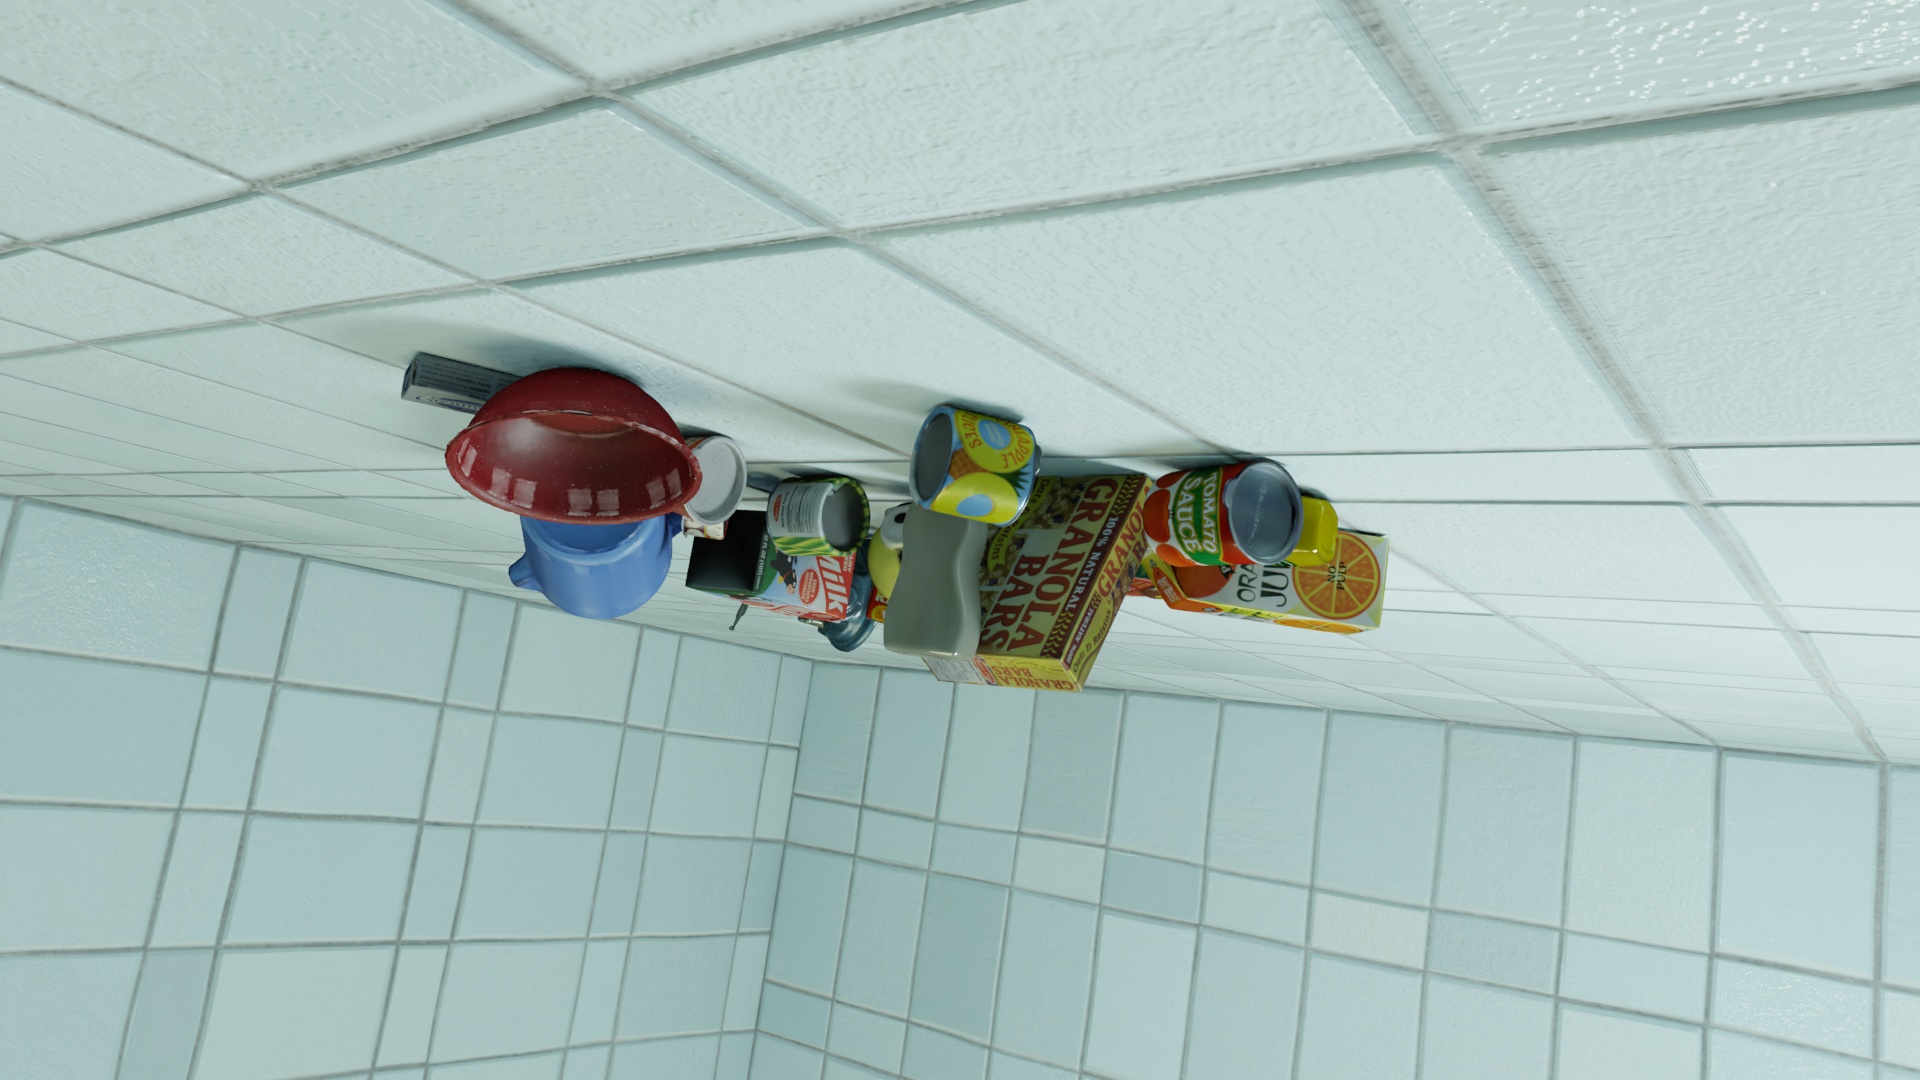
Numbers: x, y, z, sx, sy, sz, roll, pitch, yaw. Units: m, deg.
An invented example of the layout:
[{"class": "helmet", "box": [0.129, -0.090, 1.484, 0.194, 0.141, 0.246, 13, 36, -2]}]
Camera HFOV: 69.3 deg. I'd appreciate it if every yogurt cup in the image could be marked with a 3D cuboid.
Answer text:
[{"class": "yogurt cup", "box": [-0.203, -0.049, 1.048, 0.054, 0.072, 0.072, 12, 174, 32]}]

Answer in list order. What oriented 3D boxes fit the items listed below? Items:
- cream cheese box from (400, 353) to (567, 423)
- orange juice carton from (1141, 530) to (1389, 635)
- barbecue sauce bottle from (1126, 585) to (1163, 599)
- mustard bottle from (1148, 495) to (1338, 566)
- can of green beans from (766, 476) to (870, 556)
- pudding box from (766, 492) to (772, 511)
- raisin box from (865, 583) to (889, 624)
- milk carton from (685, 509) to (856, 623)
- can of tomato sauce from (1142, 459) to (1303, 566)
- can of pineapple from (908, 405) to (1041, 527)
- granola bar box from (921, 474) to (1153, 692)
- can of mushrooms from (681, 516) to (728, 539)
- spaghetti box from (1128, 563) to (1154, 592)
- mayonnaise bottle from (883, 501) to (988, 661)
[{"class": "cream cheese box", "box": [-0.324, -0.100, 0.949, 0.104, 0.024, 0.053, 12, 169, -27]}, {"class": "orange juice carton", "box": [0.227, 0.023, 1.085, 0.193, 0.073, 0.071, 9, 171, -2]}, {"class": "barbecue sauce bottle", "box": [0.199, 0.033, 1.273, 0.065, 0.044, 0.148, 15, 169, -42]}, {"class": "mustard bottle", "box": [0.185, -0.009, 0.994, 0.160, 0.049, 0.065, 3, 169, 30]}, {"class": "can of green beans", "box": [-0.116, -0.020, 1.140, 0.058, 0.071, 0.071, 1, 168, 36]}, {"class": "pudding box", "box": [-0.139, -0.028, 1.227, 0.050, 0.030, 0.083, 10, 171, -20]}, {"class": "raisin box", "box": [-0.021, 0.062, 1.335, 0.123, 0.040, 0.086, 17, -160, 5]}, {"class": "milk carton", "box": [-0.155, 0.026, 1.245, 0.073, 0.072, 0.190, 3, 170, 28]}, {"class": "can of tomato sauce", "box": [0.168, -0.016, 0.905, 0.071, 0.071, 0.083, 14, 170, -32]}, {"class": "can of pineapple", "box": [0.008, -0.047, 0.859, 0.058, 0.071, 0.071, 12, 170, -25]}, {"class": "granola bar box", "box": [0.057, 0.025, 0.971, 0.124, 0.166, 0.039, 0, 138, 38]}, {"class": "can of mushrooms", "box": [-0.204, -0.033, 1.125, 0.033, 0.071, 0.071, 8, 171, -6]}, {"class": "spaghetti box", "box": [0.130, 0.025, 1.259, 0.029, 0.050, 0.249, 9, 171, -11]}, {"class": "mayonnaise bottle", "box": [-0.011, 0.004, 0.929, 0.065, 0.148, 0.041, 3, 169, 29]}]
